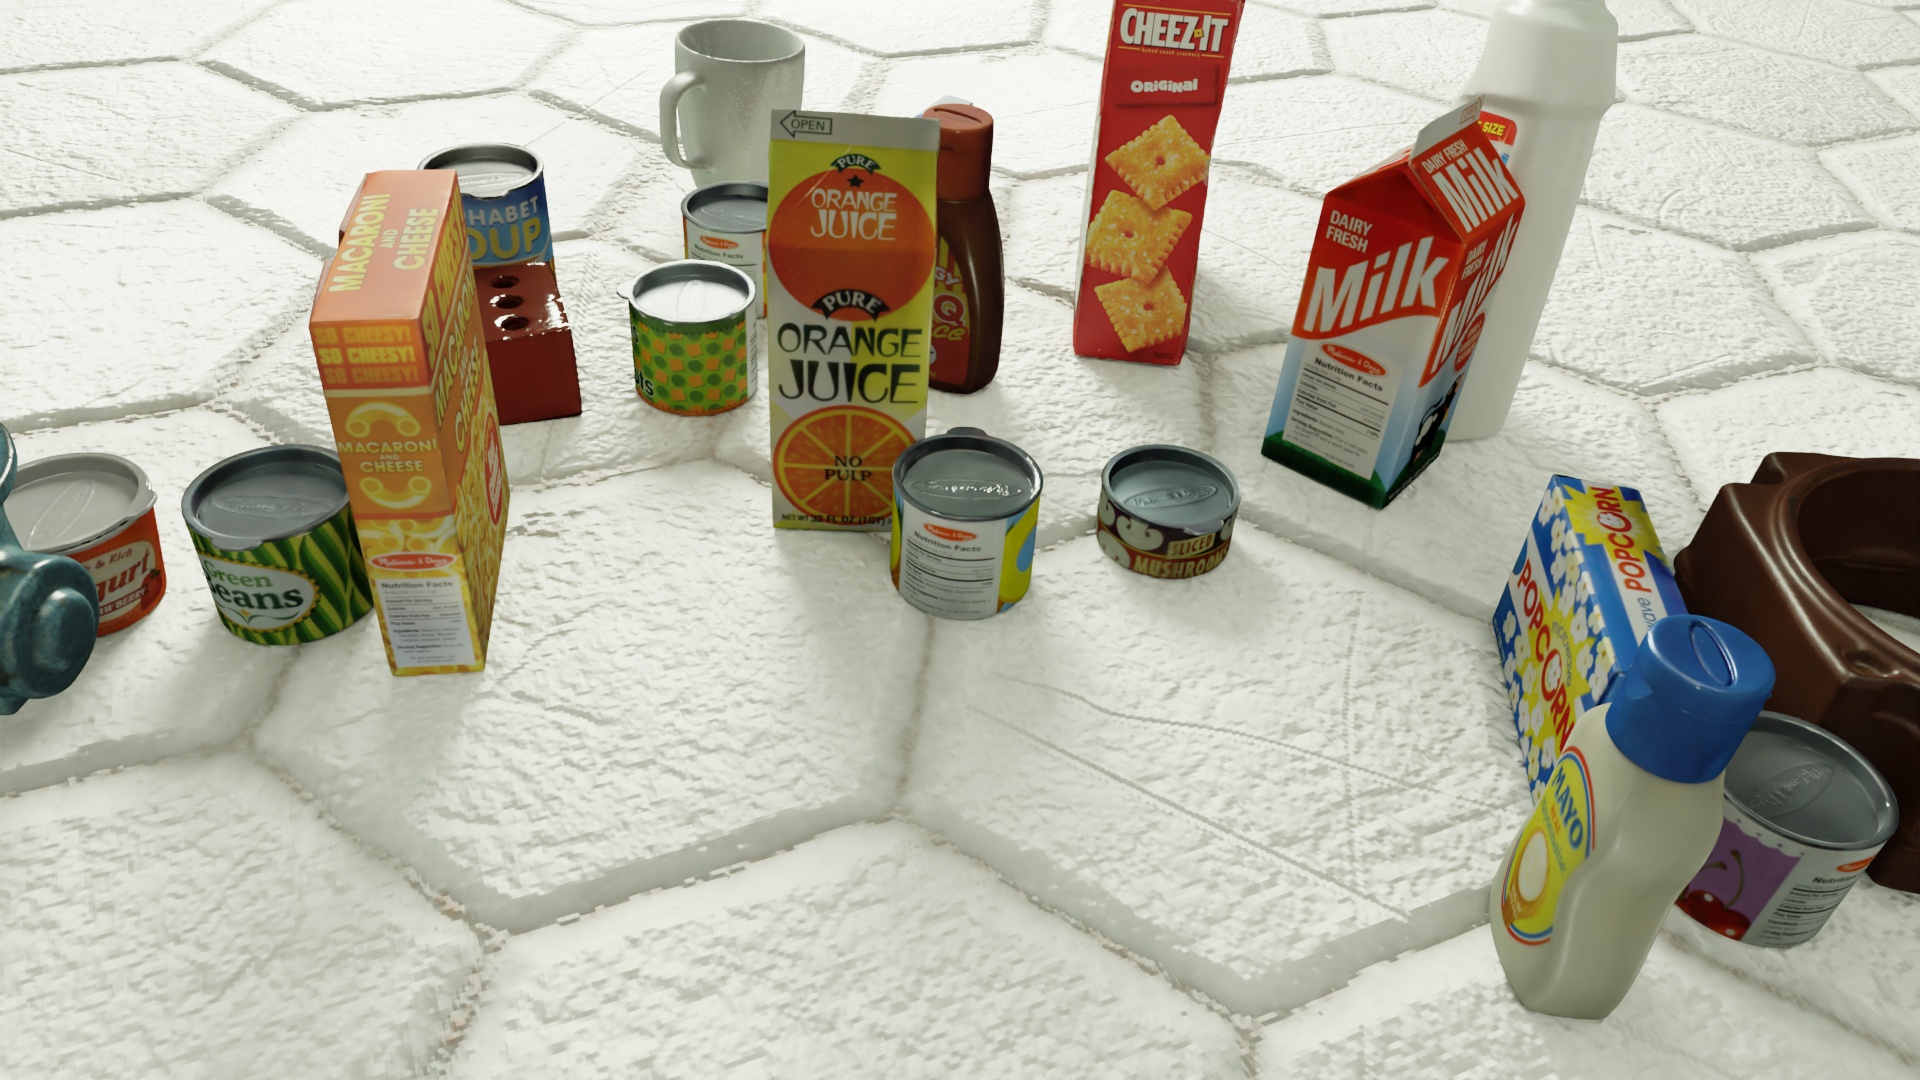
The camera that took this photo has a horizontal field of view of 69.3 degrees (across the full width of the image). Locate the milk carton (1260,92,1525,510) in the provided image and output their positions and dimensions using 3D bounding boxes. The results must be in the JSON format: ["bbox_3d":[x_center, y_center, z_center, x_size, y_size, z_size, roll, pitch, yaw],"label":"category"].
[{"bbox_3d":[0.214,-0.119,0.680,0.073,0.189,0.073,30,45,28],"label":"milk carton"}]

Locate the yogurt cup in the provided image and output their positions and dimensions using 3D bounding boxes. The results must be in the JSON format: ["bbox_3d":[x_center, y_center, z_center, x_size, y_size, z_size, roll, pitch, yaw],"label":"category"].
[{"bbox_3d":[-0.364,0.004,0.572,0.072,0.053,0.073,3,38,-2],"label":"yogurt cup"}]

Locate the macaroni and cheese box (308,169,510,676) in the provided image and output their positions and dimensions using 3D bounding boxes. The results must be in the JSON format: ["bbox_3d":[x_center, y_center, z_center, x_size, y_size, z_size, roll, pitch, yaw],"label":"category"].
[{"bbox_3d":[-0.218,-0.047,0.562,0.040,0.165,0.124,-3,39,-10],"label":"macaroni and cheese box"}]

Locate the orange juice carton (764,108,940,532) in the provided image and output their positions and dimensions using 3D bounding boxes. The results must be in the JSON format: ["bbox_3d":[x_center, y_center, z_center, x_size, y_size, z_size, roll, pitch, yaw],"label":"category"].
[{"bbox_3d":[-0.049,-0.100,0.627,0.072,0.191,0.073,2,38,-4],"label":"orange juice carton"}]

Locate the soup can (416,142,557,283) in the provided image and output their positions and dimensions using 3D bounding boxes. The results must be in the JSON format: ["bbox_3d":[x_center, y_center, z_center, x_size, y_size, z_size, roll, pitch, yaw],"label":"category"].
[{"bbox_3d":[-0.263,-0.169,0.778,0.071,0.083,0.072,3,38,-2],"label":"soup can"}]

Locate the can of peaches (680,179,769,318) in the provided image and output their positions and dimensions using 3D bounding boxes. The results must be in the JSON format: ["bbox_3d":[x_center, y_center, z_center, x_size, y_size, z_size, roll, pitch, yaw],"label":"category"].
[{"bbox_3d":[-0.128,-0.171,0.815,0.071,0.057,0.071,3,38,-2],"label":"can of peaches"}]

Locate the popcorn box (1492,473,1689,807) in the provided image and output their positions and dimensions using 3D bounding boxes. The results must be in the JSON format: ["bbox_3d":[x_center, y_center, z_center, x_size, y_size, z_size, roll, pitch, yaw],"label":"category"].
[{"bbox_3d":[0.255,0.045,0.563,0.038,0.084,0.127,8,38,4],"label":"popcorn box"}]

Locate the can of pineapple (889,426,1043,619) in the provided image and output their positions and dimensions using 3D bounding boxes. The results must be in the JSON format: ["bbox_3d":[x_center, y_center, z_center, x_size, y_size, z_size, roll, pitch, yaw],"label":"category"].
[{"bbox_3d":[0.002,-0.008,0.623,0.071,0.057,0.071,3,38,-2],"label":"can of pineapple"}]

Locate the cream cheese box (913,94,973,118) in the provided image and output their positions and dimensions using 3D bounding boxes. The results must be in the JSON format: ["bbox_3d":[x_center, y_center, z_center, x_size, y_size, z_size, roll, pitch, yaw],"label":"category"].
[{"bbox_3d":[-0.024,-0.259,0.941,0.024,0.053,0.104,19,40,17],"label":"cream cheese box"}]

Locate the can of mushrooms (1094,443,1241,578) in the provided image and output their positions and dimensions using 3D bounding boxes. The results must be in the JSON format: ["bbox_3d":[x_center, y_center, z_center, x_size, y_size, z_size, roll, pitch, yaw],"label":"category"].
[{"bbox_3d":[0.099,-0.013,0.660,0.071,0.033,0.071,3,38,-2],"label":"can of mushrooms"}]

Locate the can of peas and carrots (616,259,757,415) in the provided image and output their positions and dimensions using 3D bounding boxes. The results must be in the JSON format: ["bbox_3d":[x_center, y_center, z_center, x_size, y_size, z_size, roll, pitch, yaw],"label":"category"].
[{"bbox_3d":[-0.143,-0.107,0.732,0.071,0.058,0.071,3,38,-2],"label":"can of peas and carrots"}]

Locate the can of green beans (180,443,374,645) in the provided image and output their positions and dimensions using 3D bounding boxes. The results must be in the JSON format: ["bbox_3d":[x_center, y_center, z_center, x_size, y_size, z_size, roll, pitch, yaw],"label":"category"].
[{"bbox_3d":[-0.282,0.002,0.581,0.071,0.057,0.071,3,38,-2],"label":"can of green beans"}]

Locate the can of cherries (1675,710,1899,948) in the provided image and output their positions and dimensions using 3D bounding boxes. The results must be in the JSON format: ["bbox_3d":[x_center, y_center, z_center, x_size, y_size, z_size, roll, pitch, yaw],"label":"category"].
[{"bbox_3d":[0.295,0.104,0.513,0.071,0.058,0.072,3,38,-2],"label":"can of cherries"}]

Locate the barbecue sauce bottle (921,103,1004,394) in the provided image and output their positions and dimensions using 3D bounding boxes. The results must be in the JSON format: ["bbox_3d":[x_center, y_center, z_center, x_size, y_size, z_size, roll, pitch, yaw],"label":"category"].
[{"bbox_3d":[-0.006,-0.153,0.733,0.065,0.147,0.044,24,42,23],"label":"barbecue sauce bottle"}]

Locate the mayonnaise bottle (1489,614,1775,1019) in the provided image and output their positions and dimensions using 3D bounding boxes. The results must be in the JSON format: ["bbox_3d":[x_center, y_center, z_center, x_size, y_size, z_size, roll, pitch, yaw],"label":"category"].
[{"bbox_3d":[0.214,0.090,0.451,0.041,0.147,0.065,7,38,2],"label":"mayonnaise bottle"}]
